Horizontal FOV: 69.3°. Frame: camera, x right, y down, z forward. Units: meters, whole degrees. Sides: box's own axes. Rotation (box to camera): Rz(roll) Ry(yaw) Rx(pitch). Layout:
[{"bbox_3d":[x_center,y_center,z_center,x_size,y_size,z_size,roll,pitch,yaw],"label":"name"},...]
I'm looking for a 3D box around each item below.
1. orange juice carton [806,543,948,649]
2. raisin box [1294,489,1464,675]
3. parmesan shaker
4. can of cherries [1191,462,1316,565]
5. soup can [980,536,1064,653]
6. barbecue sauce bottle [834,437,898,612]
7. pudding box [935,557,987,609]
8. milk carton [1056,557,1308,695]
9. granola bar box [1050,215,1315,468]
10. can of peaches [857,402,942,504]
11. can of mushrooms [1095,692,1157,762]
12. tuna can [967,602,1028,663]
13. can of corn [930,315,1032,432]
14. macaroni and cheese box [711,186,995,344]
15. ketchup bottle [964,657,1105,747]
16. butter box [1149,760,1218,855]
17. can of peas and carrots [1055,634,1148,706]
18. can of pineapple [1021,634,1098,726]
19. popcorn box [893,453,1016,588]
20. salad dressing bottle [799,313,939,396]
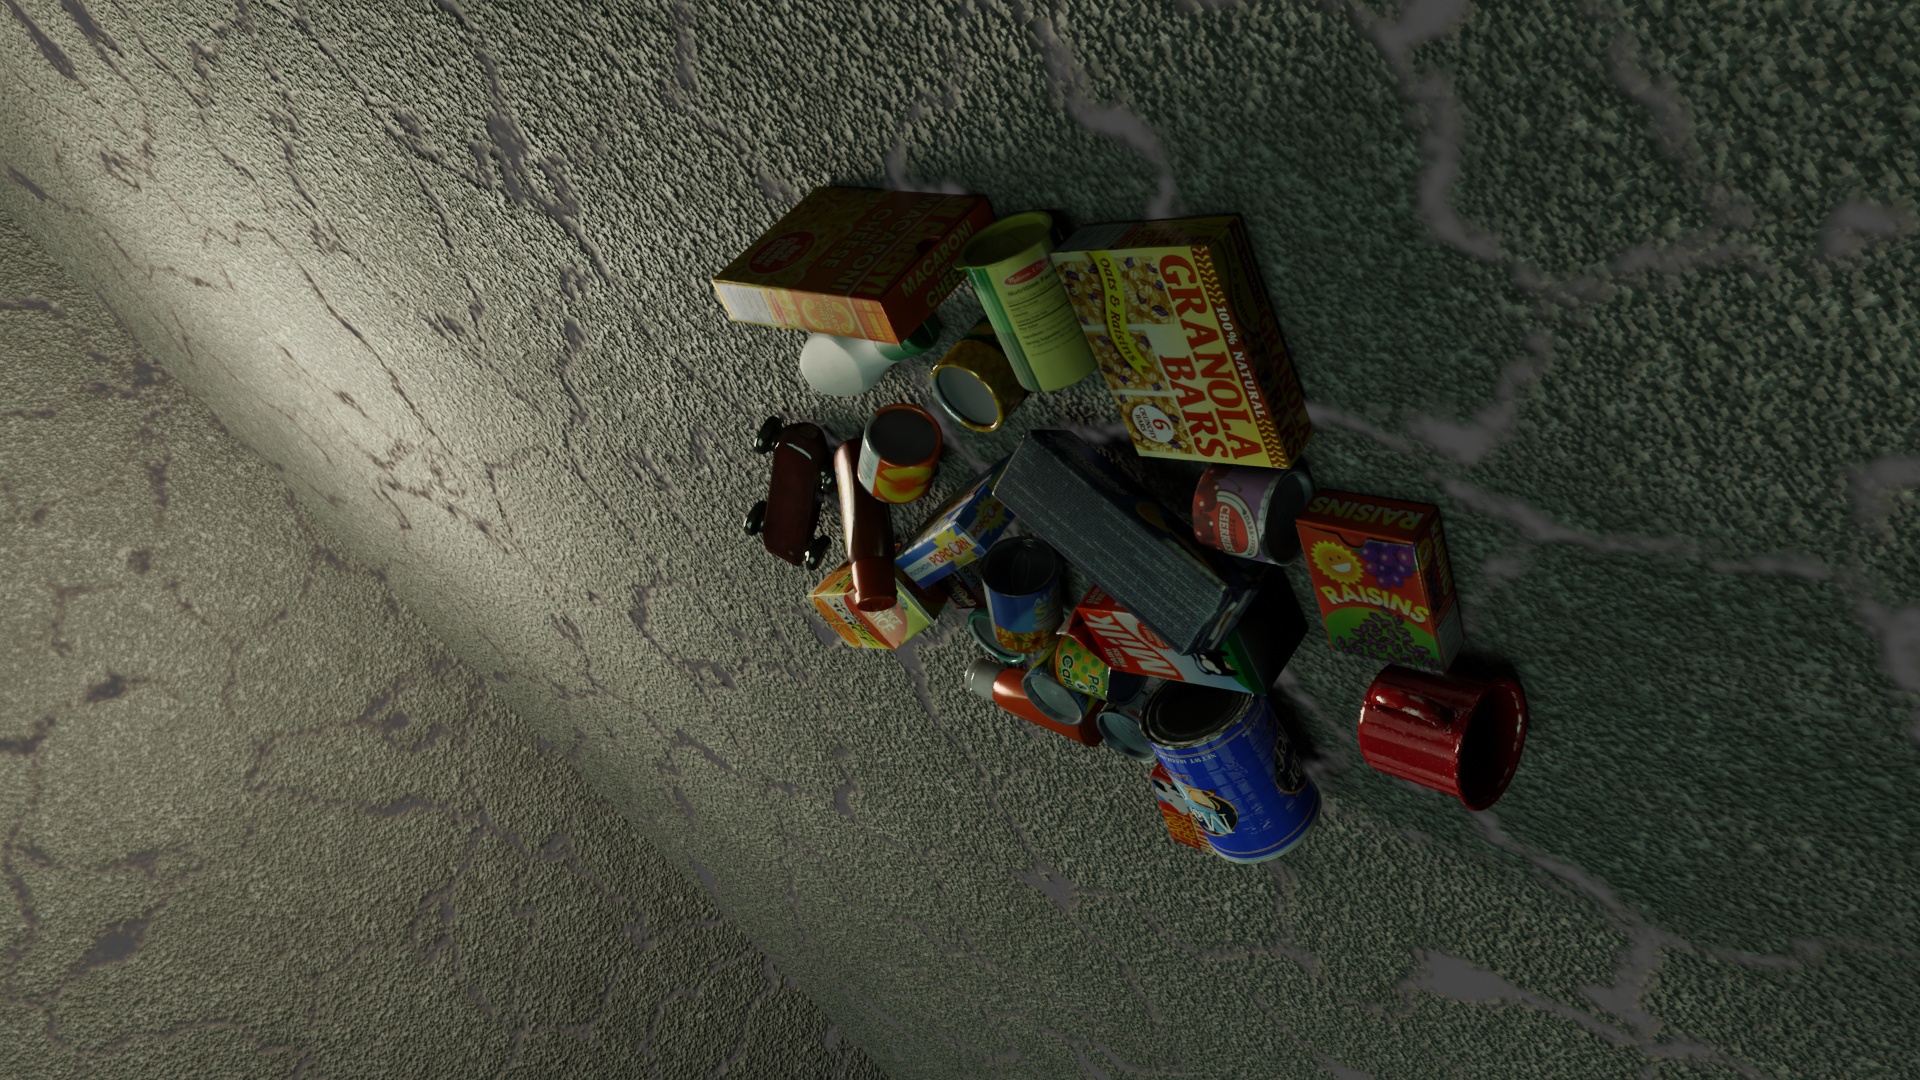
[{"bbox_3d":[-0.076,0.054,1.319,0.071,0.073,0.192,50,162,-11],"label":"orange juice carton"},{"bbox_3d":[0.282,0.028,0.930,0.086,0.040,0.123,13,140,42],"label":"raisin box"},{"bbox_3d":[0.047,-0.157,0.928,0.071,0.071,0.102,9,138,44],"label":"parmesan shaker"},{"bbox_3d":[0.196,-0.019,0.936,0.058,0.072,0.071,12,140,42],"label":"can of cherries"},{"bbox_3d":[0.057,0.048,1.201,0.071,0.072,0.083,24,147,28],"label":"soup can"},{"bbox_3d":[-0.081,-0.012,1.215,0.064,0.044,0.149,113,151,-63],"label":"barbecue sauce bottle"},{"bbox_3d":[-0.006,0.023,1.278,0.049,0.030,0.083,-5,127,54],"label":"pudding box"},{"bbox_3d":[0.162,0.058,1.080,0.190,0.073,0.073,6,136,47],"label":"milk carton"},{"bbox_3d":[0.143,-0.126,0.888,0.124,0.039,0.165,9,137,45],"label":"granola bar box"},{"bbox_3d":[-0.048,-0.073,1.165,0.071,0.071,0.057,35,150,11],"label":"can of peaches"},{"bbox_3d":[0.159,0.170,1.275,0.071,0.033,0.070,29,149,20],"label":"can of mushrooms"},{"bbox_3d":[0.043,0.081,1.294,0.071,0.033,0.070,30,149,20],"label":"tuna can"},{"bbox_3d":[0.022,-0.122,1.018,0.071,0.058,0.070,30,149,20],"label":"can of corn"},{"bbox_3d":[-0.074,-0.195,0.966,0.166,0.124,0.040,14,142,39],"label":"macaroni and cheese box"},{"bbox_3d":[0.071,0.153,1.346,0.149,0.044,0.064,18,153,37],"label":"ketchup bottle"},{"bbox_3d":[0.219,0.257,1.330,0.053,0.024,0.103,15,141,38],"label":"butter box"},{"bbox_3d":[0.122,0.104,1.192,0.059,0.071,0.070,16,142,38],"label":"can of peas and carrots"},{"bbox_3d":[0.099,0.125,1.260,0.071,0.058,0.070,29,149,20],"label":"can of pineapple"},{"bbox_3d":[0.004,-0.015,1.157,0.038,0.085,0.126,45,150,-8],"label":"popcorn box"},{"bbox_3d":[-0.073,-0.153,1.107,0.147,0.044,0.064,-9,122,53],"label":"salad dressing bottle"}]
